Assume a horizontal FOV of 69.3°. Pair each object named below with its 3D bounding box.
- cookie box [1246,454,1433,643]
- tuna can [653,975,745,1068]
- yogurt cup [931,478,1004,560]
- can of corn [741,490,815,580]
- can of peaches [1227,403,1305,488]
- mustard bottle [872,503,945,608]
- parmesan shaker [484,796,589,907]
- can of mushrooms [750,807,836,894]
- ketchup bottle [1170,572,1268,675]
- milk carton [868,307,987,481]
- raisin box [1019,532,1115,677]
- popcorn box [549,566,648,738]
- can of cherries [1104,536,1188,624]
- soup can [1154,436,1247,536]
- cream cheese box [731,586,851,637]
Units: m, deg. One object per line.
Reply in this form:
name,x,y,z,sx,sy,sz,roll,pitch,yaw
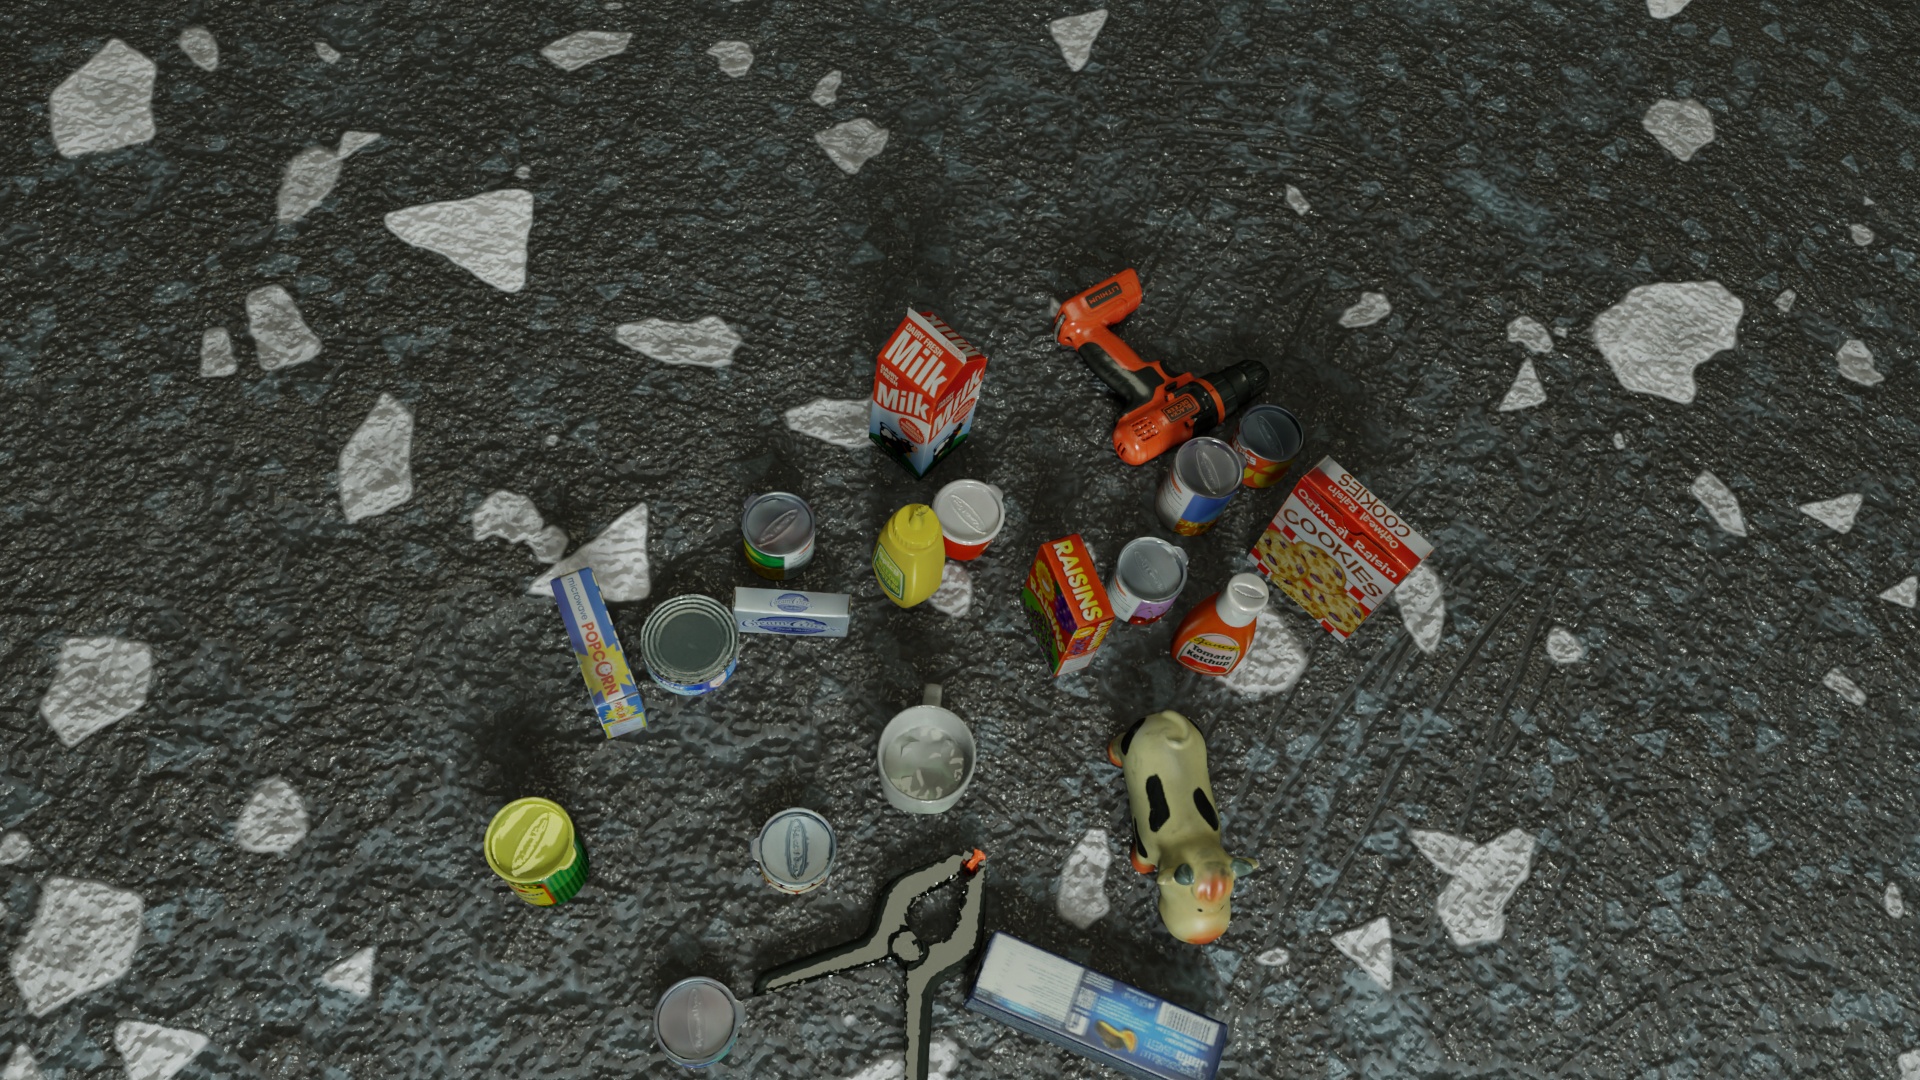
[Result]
cookie box,0.341,0.012,1.267,0.040,0.166,0.123,-40,75,-22
tuna can,-0.204,0.378,1.092,0.071,0.032,0.071,3,64,-6
yogurt cup,0.005,-0.016,1.302,0.072,0.053,0.072,3,64,-6
can of corn,-0.168,-0.005,1.273,0.071,0.058,0.071,3,64,-6
can of peaches,0.298,-0.092,1.375,0.071,0.057,0.071,3,64,-6
mustard bottle,-0.044,0.005,1.226,0.049,0.159,0.065,-32,72,-20
parmesan shaker,-0.331,0.250,1.100,0.071,0.102,0.071,3,64,-6
can of mushrooms,-0.139,0.259,1.159,0.071,0.033,0.071,3,64,-6
ketchup bottle,0.234,0.074,1.233,0.065,0.148,0.044,17,63,1
milk carton,-0.031,-0.141,1.283,0.072,0.189,0.074,41,66,13
raisin box,0.094,0.059,1.237,0.040,0.122,0.086,-16,67,-14
popcorn box,-0.309,0.096,1.189,0.038,0.085,0.127,-20,68,-16
can of cherries,0.174,0.038,1.294,0.071,0.058,0.072,3,64,-6
soup can,0.230,-0.051,1.331,0.071,0.083,0.071,3,64,-6
cream cheese box,-0.151,0.065,1.243,0.104,0.053,0.024,4,64,-5
